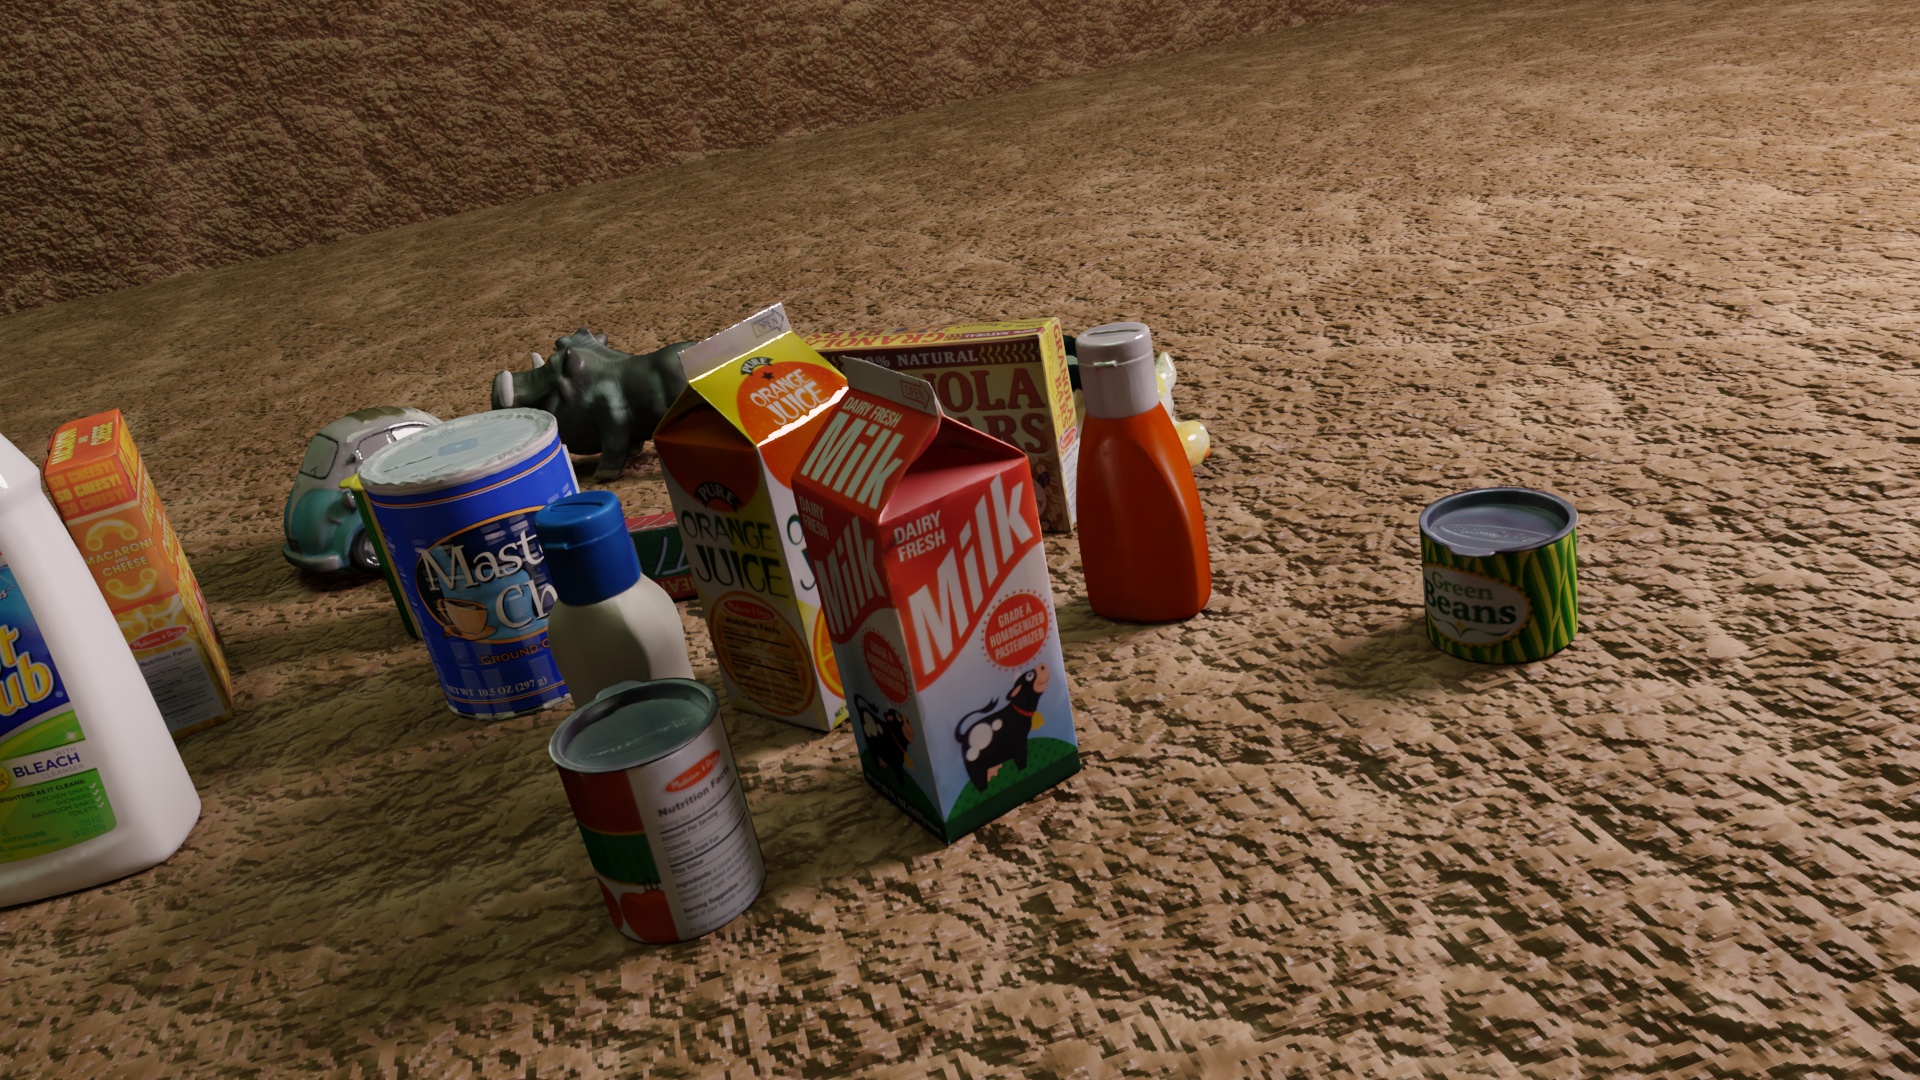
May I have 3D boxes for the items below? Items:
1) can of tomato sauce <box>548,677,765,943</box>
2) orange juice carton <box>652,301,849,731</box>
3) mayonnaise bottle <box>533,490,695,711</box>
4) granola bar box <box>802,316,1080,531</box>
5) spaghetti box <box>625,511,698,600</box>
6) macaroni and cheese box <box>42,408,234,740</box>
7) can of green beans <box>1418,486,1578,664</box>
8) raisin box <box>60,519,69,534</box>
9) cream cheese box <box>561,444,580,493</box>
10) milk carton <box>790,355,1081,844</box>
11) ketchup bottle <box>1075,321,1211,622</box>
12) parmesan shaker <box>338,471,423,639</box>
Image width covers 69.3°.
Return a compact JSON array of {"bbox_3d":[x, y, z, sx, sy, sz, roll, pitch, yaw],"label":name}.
[{"bbox_3d":[-0.120,0.106,0.555,0.071,0.082,0.071,-10,24,4],"label":"can of tomato sauce"},{"bbox_3d":[-0.086,-0.011,0.667,0.073,0.191,0.072,7,30,37],"label":"orange juice carton"},{"bbox_3d":[-0.147,0.052,0.609,0.065,0.147,0.041,-1,25,23],"label":"mayonnaise bottle"},{"bbox_3d":[-0.014,-0.067,0.843,0.165,0.123,0.039,-1,26,23],"label":"granola bar box"},{"bbox_3d":[-0.162,0.008,0.835,0.250,0.050,0.029,-9,24,4],"label":"spaghetti box"},{"bbox_3d":[-0.477,0.018,0.809,0.040,0.165,0.124,-22,26,-23],"label":"macaroni and cheese box"},{"bbox_3d":[0.243,0.015,0.628,0.071,0.057,0.071,-10,24,4],"label":"can of green beans"},{"bbox_3d":[-0.546,0.056,0.807,0.040,0.123,0.086,12,33,42],"label":"raisin box"},{"bbox_3d":[-0.303,-0.024,0.963,0.024,0.053,0.104,-3,25,20],"label":"cream cheese box"},{"bbox_3d":[-0.012,0.019,0.569,0.074,0.189,0.072,-24,26,-27],"label":"milk carton"},{"bbox_3d":[0.086,-0.033,0.692,0.064,0.148,0.044,-1,26,23],"label":"ketchup bottle"},{"bbox_3d":[-0.329,0.002,0.856,0.071,0.102,0.071,-10,24,4],"label":"parmesan shaker"}]
